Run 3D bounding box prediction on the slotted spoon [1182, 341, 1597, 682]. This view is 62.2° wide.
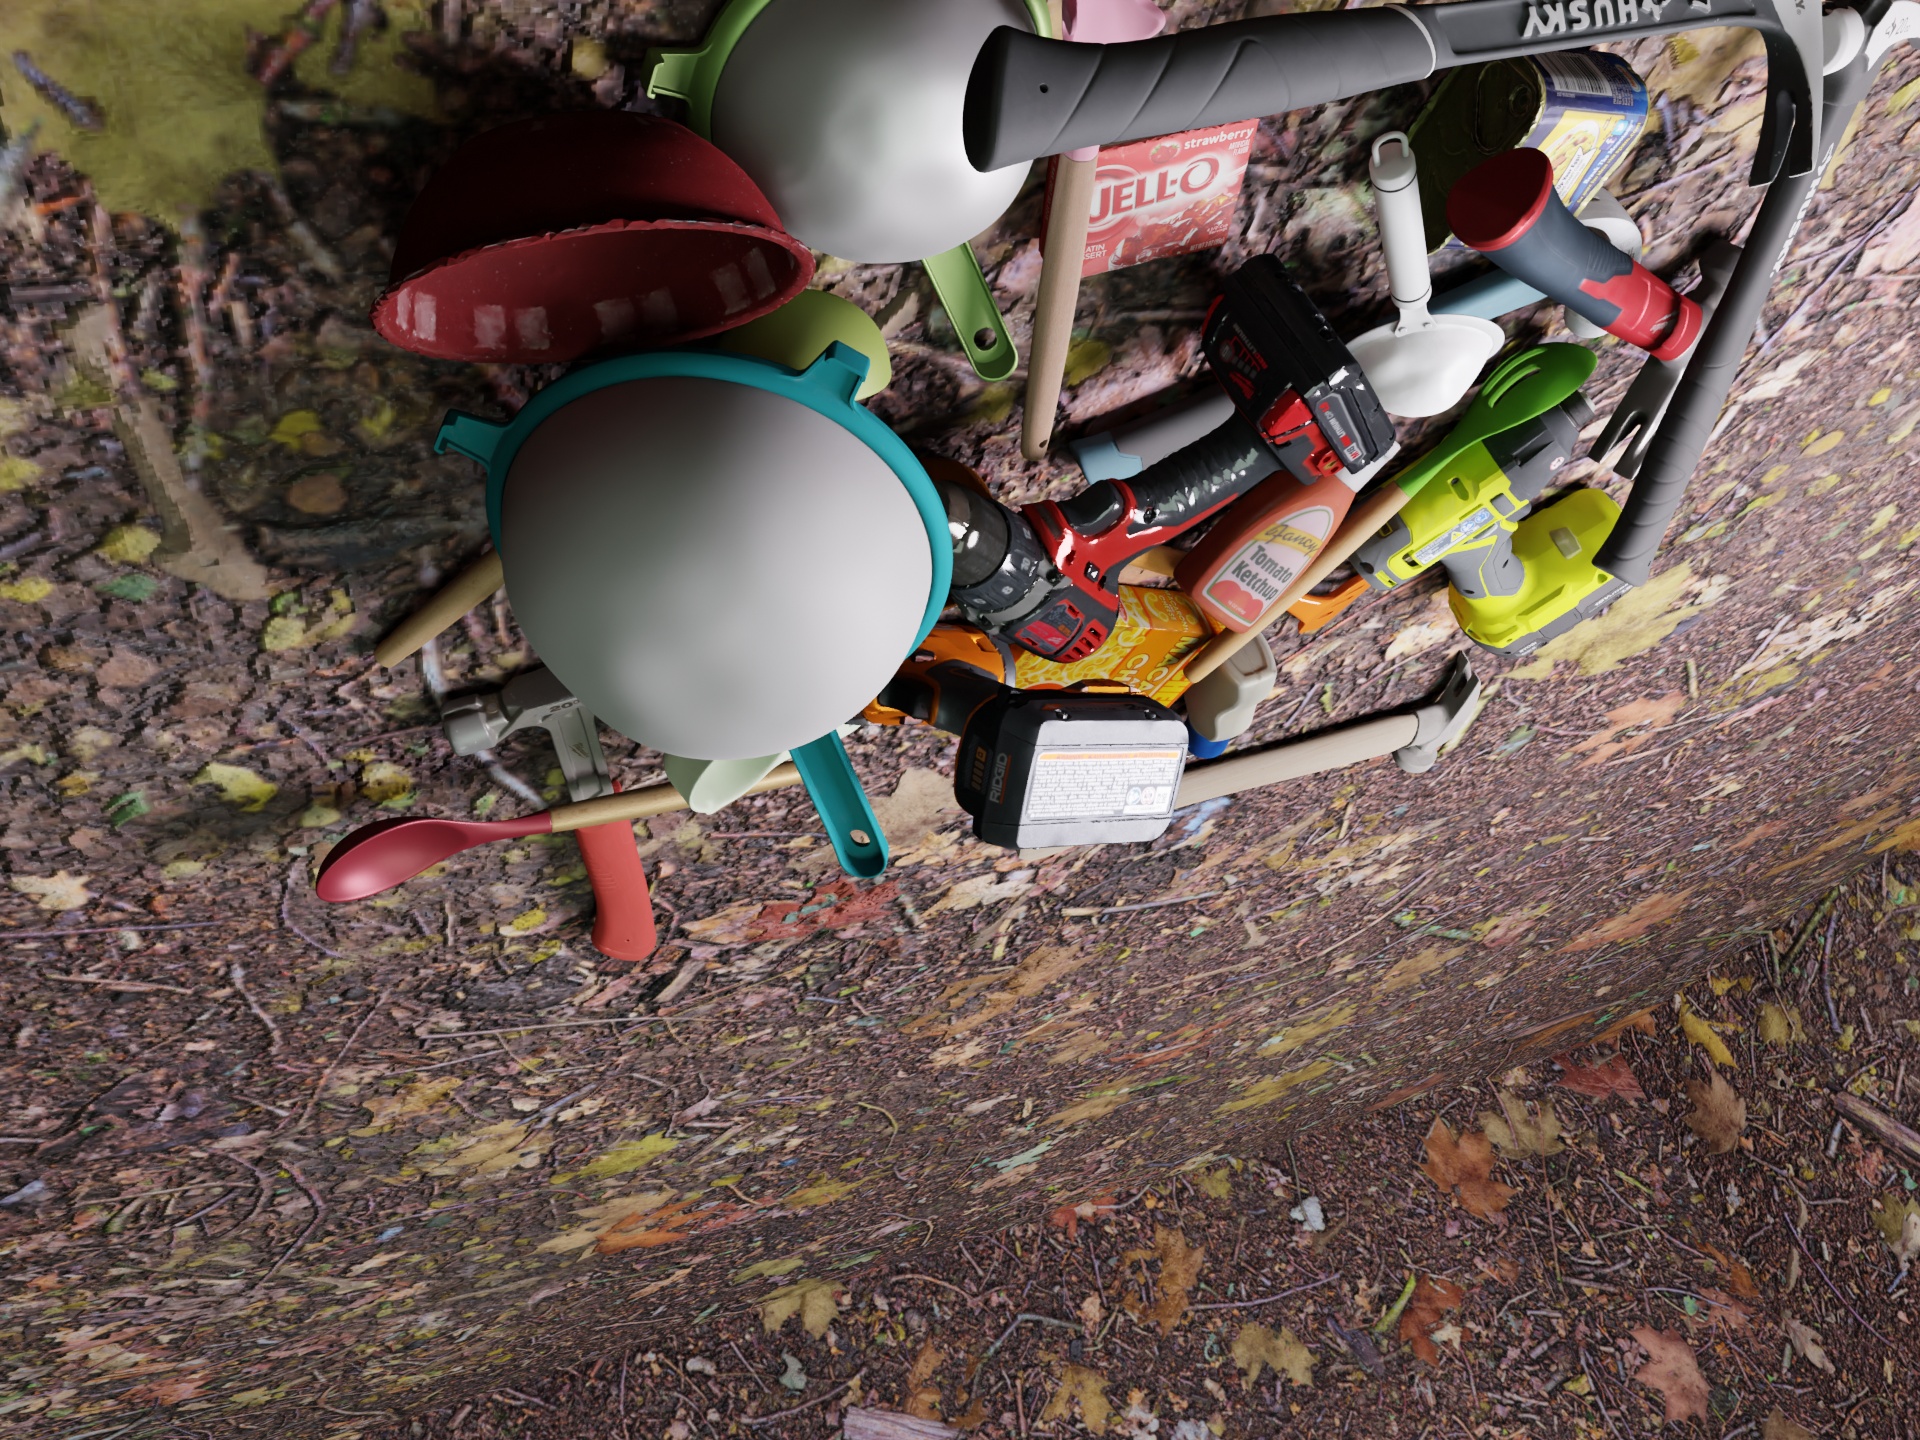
[{"bbox_3d":[0.255,-0.126,0.990,0.031,0.070,0.313,38,115,-19],"label":"slotted spoon"}]

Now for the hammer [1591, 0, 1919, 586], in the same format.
[{"bbox_3d":[0.416,-0.215,0.852,0.146,0.035,0.334,-27,140,-37],"label":"hammer"}]

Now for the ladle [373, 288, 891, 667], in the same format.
[{"bbox_3d":[-0.166,-0.099,0.751,0.320,0.078,0.062,-32,110,25],"label":"ladle"}]

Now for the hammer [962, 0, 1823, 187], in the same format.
[{"bbox_3d":[0.183,-0.253,0.600,0.409,0.149,0.036,-18,-169,-22],"label":"hammer"}]

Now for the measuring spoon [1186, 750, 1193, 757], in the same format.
[{"bbox_3d":[0.139,0.016,1.233,0.124,0.018,0.034,-3,148,-21],"label":"measuring spoon"}]

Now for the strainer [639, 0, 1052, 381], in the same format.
[{"bbox_3d":[-0.010,-0.204,0.660,0.151,0.069,0.256,-26,151,6],"label":"strainer"}]

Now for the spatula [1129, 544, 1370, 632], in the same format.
[{"bbox_3d":[0.177,-0.098,1.044,0.322,0.041,0.081,10,139,-40],"label":"spatula"}]

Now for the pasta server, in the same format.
[{"bbox_3d":[0.051,-0.211,0.663,0.060,0.040,0.316,-27,154,-19],"label":"pasta server"}]

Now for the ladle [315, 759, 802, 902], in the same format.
[{"bbox_3d":[-0.217,0.054,0.942,0.315,0.031,0.069,-11,152,-25],"label":"ladle"}]

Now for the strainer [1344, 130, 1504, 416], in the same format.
[{"bbox_3d":[0.216,-0.202,0.767,0.087,0.050,0.258,-7,161,18],"label":"strainer"}]

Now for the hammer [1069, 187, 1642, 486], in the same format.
[{"bbox_3d":[0.217,-0.201,0.875,0.331,0.033,0.128,-23,154,1],"label":"hammer"}]

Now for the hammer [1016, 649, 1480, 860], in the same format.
[{"bbox_3d":[0.236,0.039,1.317,0.410,0.038,0.146,-14,150,-15],"label":"hammer"}]

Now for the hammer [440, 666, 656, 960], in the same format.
[{"bbox_3d":[-0.222,0.067,1.027,0.149,0.037,0.358,-16,152,-13],"label":"hammer"}]

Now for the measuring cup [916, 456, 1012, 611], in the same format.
[{"bbox_3d":[-0.038,-0.115,0.821,0.095,0.052,0.173,-29,150,13],"label":"measuring cup"}]

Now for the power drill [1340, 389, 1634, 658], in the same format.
[{"bbox_3d":[0.373,-0.131,1.074,0.171,0.080,0.223,-36,147,24],"label":"power drill"}]

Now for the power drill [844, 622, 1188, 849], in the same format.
[{"bbox_3d":[-0.001,-0.003,0.891,0.164,0.227,0.084,0,108,-35],"label":"power drill"}]

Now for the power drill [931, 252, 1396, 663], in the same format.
[{"bbox_3d":[0.085,-0.122,0.779,0.226,0.080,0.187,-36,155,15],"label":"power drill"}]

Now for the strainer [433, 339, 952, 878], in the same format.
[{"bbox_3d":[-0.096,-0.007,0.737,0.211,0.095,0.340,-6,136,14],"label":"strainer"}]

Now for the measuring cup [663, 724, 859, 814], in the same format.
[{"bbox_3d":[-0.114,0.005,0.959,0.083,0.038,0.167,-53,163,29],"label":"measuring cup"}]

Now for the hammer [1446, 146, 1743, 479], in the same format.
[{"bbox_3d":[0.321,-0.205,0.808,0.386,0.038,0.143,-5,127,-53],"label":"hammer"}]
